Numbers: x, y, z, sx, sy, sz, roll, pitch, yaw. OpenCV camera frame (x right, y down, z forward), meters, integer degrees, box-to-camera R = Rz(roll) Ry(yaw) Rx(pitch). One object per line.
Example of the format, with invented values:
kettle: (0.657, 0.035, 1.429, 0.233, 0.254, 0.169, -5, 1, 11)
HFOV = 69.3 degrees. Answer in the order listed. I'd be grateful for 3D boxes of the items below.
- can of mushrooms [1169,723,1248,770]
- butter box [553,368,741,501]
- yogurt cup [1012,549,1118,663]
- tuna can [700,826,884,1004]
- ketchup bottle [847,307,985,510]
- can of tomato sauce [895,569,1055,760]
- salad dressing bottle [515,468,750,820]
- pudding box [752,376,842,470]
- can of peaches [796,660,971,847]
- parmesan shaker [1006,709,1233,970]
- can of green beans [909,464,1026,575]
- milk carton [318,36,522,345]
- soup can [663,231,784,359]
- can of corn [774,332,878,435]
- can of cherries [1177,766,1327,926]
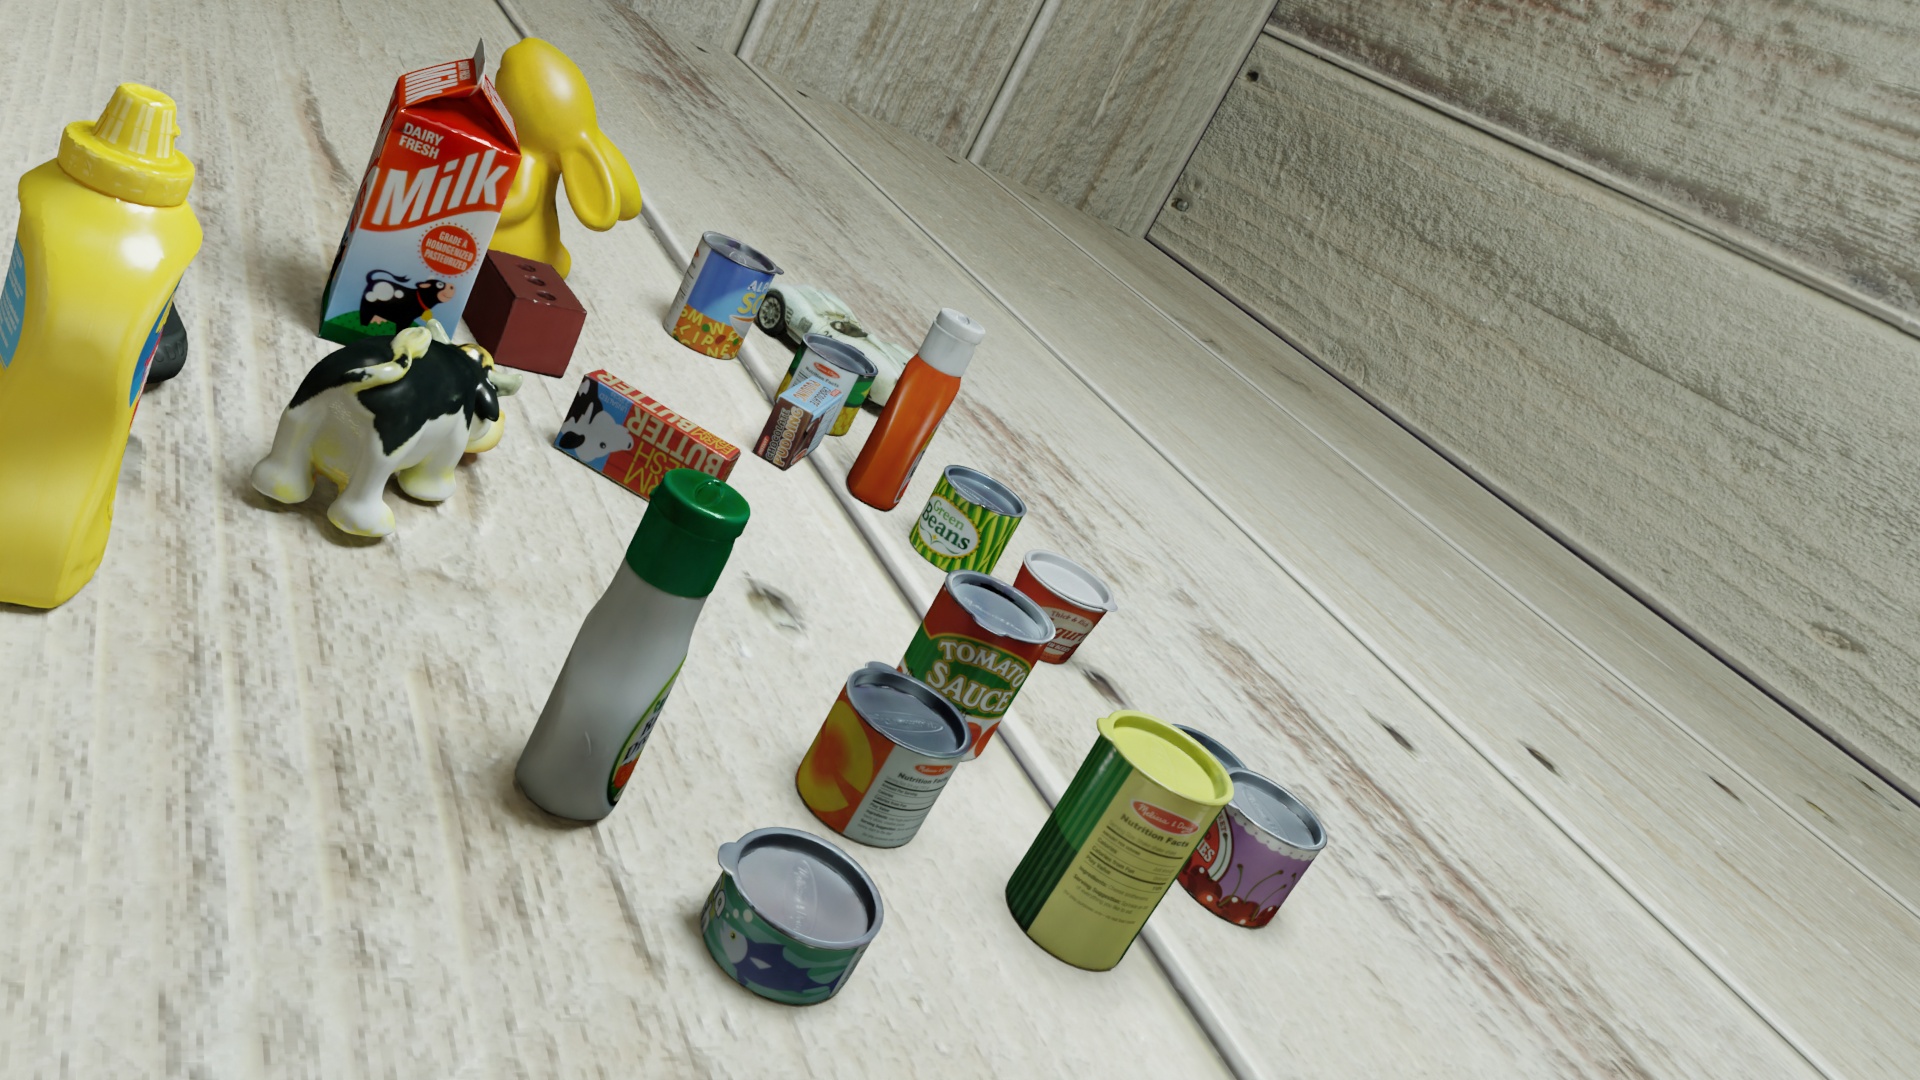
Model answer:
can of mushrooms: (0.140, 0.144, 0.831, 0.071, 0.033, 0.071, 25, 20, -10)
butter box: (-0.190, -0.056, 0.844, 0.103, 0.053, 0.024, 30, 20, 2)
yogurt cup: (0.061, 0.046, 0.933, 0.072, 0.053, 0.073, 25, 20, -10)
tuna can: (-0.069, 0.147, 0.548, 0.071, 0.032, 0.071, 25, 20, -10)
ketchup bottle: (-0.032, -0.097, 1.012, 0.043, 0.148, 0.065, 27, 20, -7)
can of tomato sauce: (0.003, 0.069, 0.757, 0.071, 0.082, 0.071, 26, 20, -10)
salad dressing bottle: (-0.130, 0.042, 0.552, 0.044, 0.147, 0.064, 27, 20, -6)
pudding box: (-0.118, -0.087, 1.020, 0.030, 0.049, 0.084, 30, 20, 1)
can of peaches: (-0.038, 0.101, 0.661, 0.071, 0.058, 0.071, 25, 20, -10)
parmesan shaker: (0.070, 0.139, 0.650, 0.071, 0.102, 0.071, 26, 20, -10)
can of green beans: (0.005, -0.013, 0.992, 0.071, 0.057, 0.071, 25, 20, -10)
milk carton: (-0.318, -0.206, 0.832, 0.073, 0.189, 0.072, 17, 23, -30)
soup can: (-0.194, -0.198, 1.135, 0.071, 0.083, 0.071, 26, 20, -10)
can of corn: (-0.107, -0.125, 1.112, 0.071, 0.058, 0.071, 25, 20, -10)
can of cherries: (0.154, 0.167, 0.760, 0.071, 0.058, 0.072, 25, 20, -10)
